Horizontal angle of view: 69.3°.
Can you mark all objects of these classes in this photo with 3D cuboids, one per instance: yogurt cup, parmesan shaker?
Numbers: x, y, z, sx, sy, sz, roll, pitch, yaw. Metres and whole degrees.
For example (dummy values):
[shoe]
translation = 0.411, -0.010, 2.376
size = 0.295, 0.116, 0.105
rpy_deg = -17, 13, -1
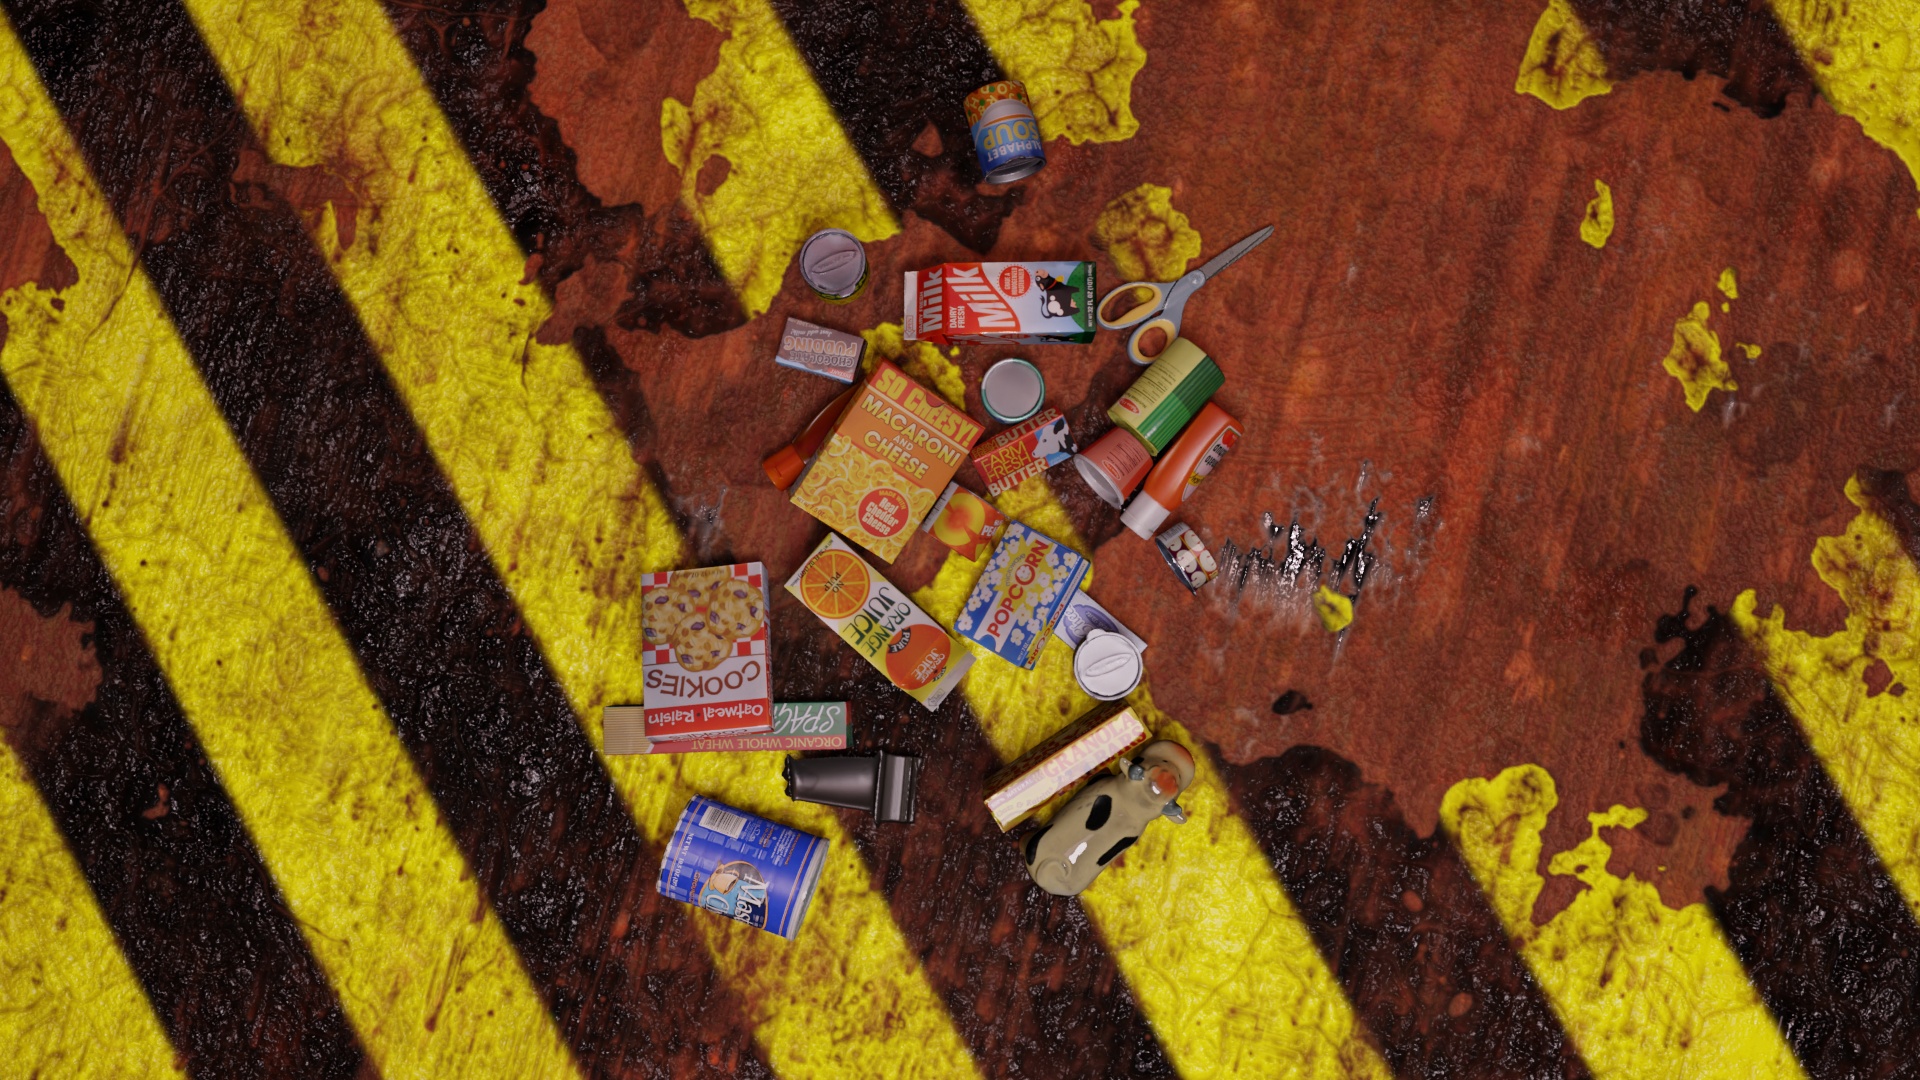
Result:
[yogurt cup]
translation = 0.154, -0.076, 1.383
size = 0.054, 0.072, 0.072
rpy_deg = -43, 87, -8
[parmesan shaker]
translation = 0.207, -0.142, 1.380
size = 0.071, 0.071, 0.103
rpy_deg = 44, 89, 3

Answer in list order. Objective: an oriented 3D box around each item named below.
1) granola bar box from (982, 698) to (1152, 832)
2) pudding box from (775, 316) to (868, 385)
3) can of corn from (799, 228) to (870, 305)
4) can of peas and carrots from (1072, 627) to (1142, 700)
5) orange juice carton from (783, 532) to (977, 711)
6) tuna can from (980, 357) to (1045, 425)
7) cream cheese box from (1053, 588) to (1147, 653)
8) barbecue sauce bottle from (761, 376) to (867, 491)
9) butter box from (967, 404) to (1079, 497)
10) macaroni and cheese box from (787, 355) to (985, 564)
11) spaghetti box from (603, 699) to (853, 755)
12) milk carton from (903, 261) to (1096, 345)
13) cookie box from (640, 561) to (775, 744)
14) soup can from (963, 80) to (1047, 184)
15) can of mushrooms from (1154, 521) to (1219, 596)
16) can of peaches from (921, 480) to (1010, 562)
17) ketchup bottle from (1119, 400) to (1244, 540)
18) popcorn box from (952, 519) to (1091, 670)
[granola bar box]
translation = 0.099, 0.211, 1.340
size = 0.165, 0.124, 0.039
rpy_deg = -33, 89, 0
[pudding box]
translation = -0.142, -0.192, 1.413
size = 0.084, 0.030, 0.049
rpy_deg = 17, 89, 3
[can of corn]
translation = -0.125, -0.273, 1.402
size = 0.071, 0.058, 0.071
rpy_deg = 0, 88, 2
[can of peas and carrots]
translation = 0.141, 0.118, 1.350
size = 0.071, 0.059, 0.071
rpy_deg = 0, 88, 3
[orange juice carton]
translation = -0.077, 0.081, 1.377
size = 0.193, 0.073, 0.072
rpy_deg = 41, 89, 2
[tuna can]
translation = 0.055, -0.149, 1.403
size = 0.071, 0.033, 0.071
rpy_deg = 0, 87, 2
[cream cheese box]
translation = 0.132, 0.092, 1.395
size = 0.104, 0.024, 0.053
rpy_deg = 39, 91, 3
[barbecue sauce bottle]
translation = -0.129, -0.104, 1.402
size = 0.148, 0.043, 0.065
rpy_deg = -33, 92, 1
[butter box]
translation = 0.063, -0.089, 1.392
size = 0.103, 0.024, 0.053
rpy_deg = -27, 129, 0
[macaroni and cheese box]
translation = -0.073, -0.078, 1.372
size = 0.123, 0.040, 0.166
rpy_deg = 33, 98, -16
[spaghetti box]
translation = -0.234, 0.188, 1.399
size = 0.250, 0.028, 0.050
rpy_deg = -2, 87, 2
[milk carton]
translation = 0.039, -0.235, 1.387
size = 0.191, 0.073, 0.072
rpy_deg = 0, 88, 2
[cookie box]
translation = -0.251, 0.112, 1.380
size = 0.123, 0.040, 0.168
rpy_deg = -6, 73, 1
[soup can]
translation = 0.045, -0.411, 1.396
size = 0.071, 0.071, 0.084
rpy_deg = -15, 87, 1
[can of mushrooms]
translation = 0.225, 0.018, 1.374
size = 0.033, 0.071, 0.071
rpy_deg = -34, 87, -1
[can of peaches]
translation = 0.005, -0.017, 1.382
size = 0.071, 0.071, 0.058
rpy_deg = 34, 90, 3
[ketchup bottle]
translation = 0.219, -0.068, 1.383
size = 0.043, 0.064, 0.148
rpy_deg = 43, 99, 23
[popcorn box]
translation = 0.061, 0.054, 1.376
size = 0.085, 0.038, 0.126
rpy_deg = 28, 89, 27
